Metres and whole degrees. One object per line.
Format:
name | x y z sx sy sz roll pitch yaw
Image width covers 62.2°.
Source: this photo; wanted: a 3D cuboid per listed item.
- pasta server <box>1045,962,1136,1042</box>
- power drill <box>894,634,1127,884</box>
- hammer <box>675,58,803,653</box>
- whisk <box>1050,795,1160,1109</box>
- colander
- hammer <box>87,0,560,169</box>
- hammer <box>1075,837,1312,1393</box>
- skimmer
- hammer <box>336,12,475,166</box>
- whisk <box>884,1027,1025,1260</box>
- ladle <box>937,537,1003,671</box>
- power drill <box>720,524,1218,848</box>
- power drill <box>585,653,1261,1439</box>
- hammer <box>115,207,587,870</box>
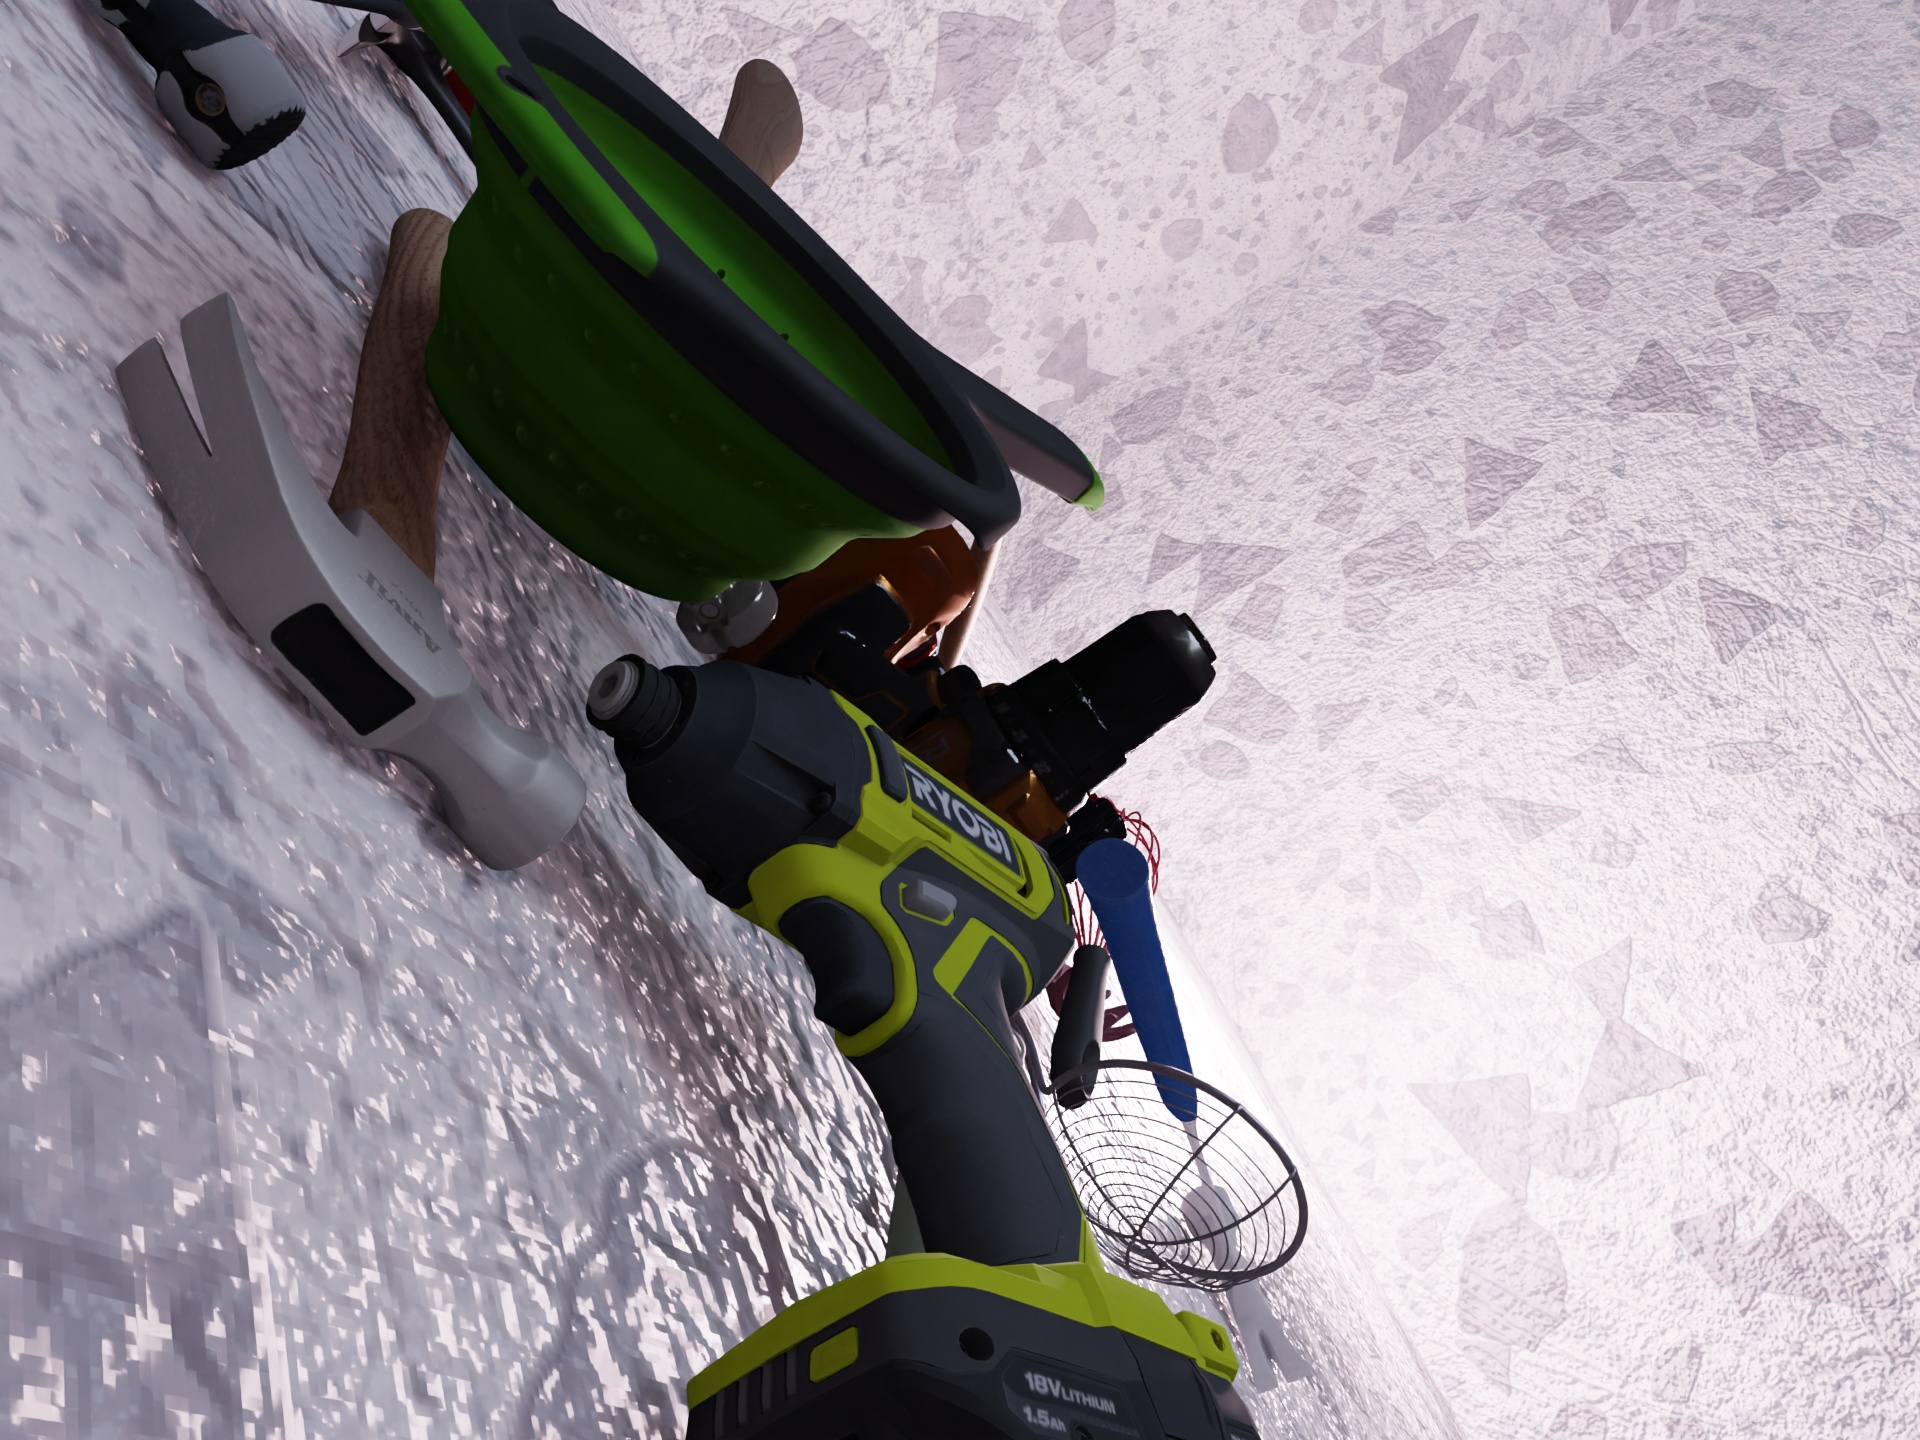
pasta server | 0.048 0.115 1.123 0.060 0.040 0.317 40 15 -35
power drill | -0.001 -0.003 0.913 0.226 0.080 0.188 56 -15 -8
hammer | -0.113 -0.212 0.706 0.411 0.038 0.146 -89 156 -47
whisk | 0.083 0.136 0.985 0.073 0.073 0.296 56 24 -19
colander | -0.050 -0.096 0.536 0.205 0.094 0.397 52 16 19
hammer | -0.234 -0.292 0.627 0.149 0.036 0.409 55 15 -14
hammer | 0.127 0.221 0.876 0.144 0.035 0.405 -112 -178 -51
skimmer | 0.042 0.120 0.800 0.364 0.090 0.127 -120 -148 -42
hammer | -0.188 -0.205 0.812 0.336 0.034 0.127 56 6 -22
whisk | -0.006 0.143 0.518 0.059 0.057 0.246 23 15 -4
ladle | 0.003 -0.058 1.004 0.078 0.062 0.320 38 -23 7
power drill | -0.010 -0.024 0.663 0.084 0.185 0.226 52 6 -39
power drill | -0.017 0.088 0.386 0.171 0.080 0.223 38 24 -41
hammer | -0.165 -0.096 0.469 0.129 0.031 0.332 55 7 -34
